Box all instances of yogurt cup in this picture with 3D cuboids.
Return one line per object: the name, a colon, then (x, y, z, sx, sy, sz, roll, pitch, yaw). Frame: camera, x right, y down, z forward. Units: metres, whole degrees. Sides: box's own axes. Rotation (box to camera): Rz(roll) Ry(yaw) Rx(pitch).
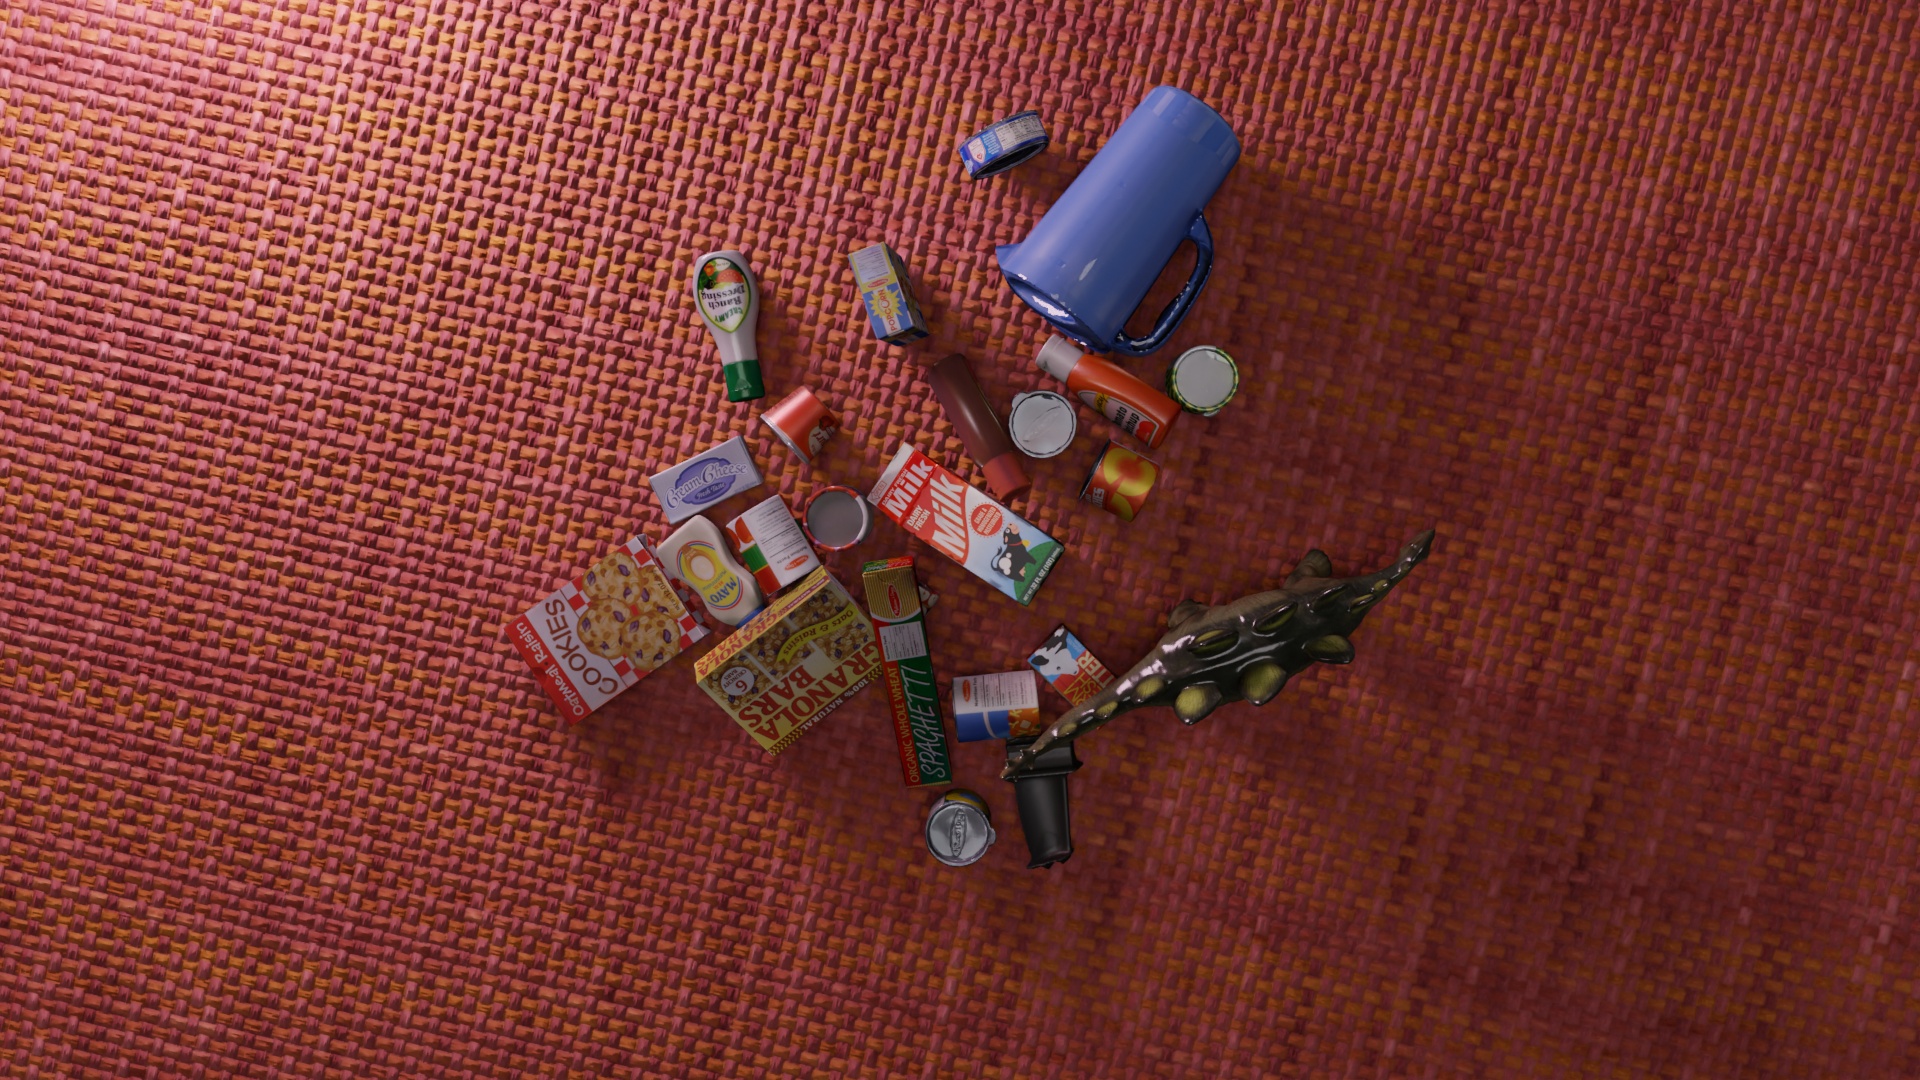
yogurt cup: (-0.157, -0.117, 1.382, 0.054, 0.072, 0.072, -44, 91, -4)

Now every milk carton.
milk carton: (0.005, -0.017, 1.376, 0.190, 0.073, 0.072, 34, 93, 0)

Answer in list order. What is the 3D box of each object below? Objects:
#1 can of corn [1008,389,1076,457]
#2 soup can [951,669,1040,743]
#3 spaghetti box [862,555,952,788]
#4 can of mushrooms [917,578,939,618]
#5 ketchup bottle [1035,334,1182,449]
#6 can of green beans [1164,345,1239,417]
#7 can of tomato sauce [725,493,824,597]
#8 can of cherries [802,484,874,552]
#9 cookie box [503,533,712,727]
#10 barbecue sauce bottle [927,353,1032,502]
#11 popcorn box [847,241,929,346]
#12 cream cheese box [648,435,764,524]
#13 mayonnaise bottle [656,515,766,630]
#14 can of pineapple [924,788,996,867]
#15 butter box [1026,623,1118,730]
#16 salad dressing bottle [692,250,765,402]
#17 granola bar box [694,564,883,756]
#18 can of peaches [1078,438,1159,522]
can of corn: (0.079, -0.117, 1.376, 0.071, 0.058, 0.071, 0, 93, 2)
soup can: (0.036, 0.167, 1.390, 0.084, 0.071, 0.071, -6, 93, 1)
spaghetti box: (-0.050, 0.133, 1.365, 0.050, 0.029, 0.249, -9, 114, 2)
can of mushrooms: (-0.055, 0.052, 1.387, 0.071, 0.071, 0.033, 33, 93, 0)
ketchup bottle: (0.145, -0.150, 1.374, 0.149, 0.064, 0.044, 34, 69, 8)
can of green beans: (0.238, -0.158, 1.370, 0.071, 0.058, 0.071, 0, 93, 2)
can of tomato sauce: (-0.187, 0.005, 1.388, 0.071, 0.071, 0.083, -31, 91, 3)
can of cherries: (-0.124, -0.022, 1.387, 0.071, 0.058, 0.071, 0, 93, 1)
cookie box: (-0.358, 0.091, 1.409, 0.167, 0.040, 0.123, -34, 91, 3)
barbecue sauce bottle: (0.019, -0.108, 1.359, 0.044, 0.064, 0.149, -27, 76, -5)
popcorn box: (-0.068, -0.235, 1.341, 0.038, 0.127, 0.085, -18, 92, 7)
cream cheese box: (-0.257, -0.061, 1.406, 0.104, 0.024, 0.053, -25, 92, 3)
mayonnaise bottle: (-0.237, 0.047, 1.402, 0.065, 0.041, 0.148, -40, 92, 3)
can of pineapple: (0.000, 0.289, 1.399, 0.071, 0.058, 0.071, 0, 93, 2)
butter box: (0.121, 0.138, 1.405, 0.103, 0.024, 0.053, 44, 94, 0)
salad dressing bottle: (-0.227, -0.213, 1.388, 0.064, 0.044, 0.147, -11, 93, 1)
granola bar box: (-0.161, 0.120, 1.381, 0.165, 0.039, 0.124, -38, 120, 3)
can of peaches: (0.157, -0.057, 1.373, 0.058, 0.071, 0.071, 27, 94, -1)
